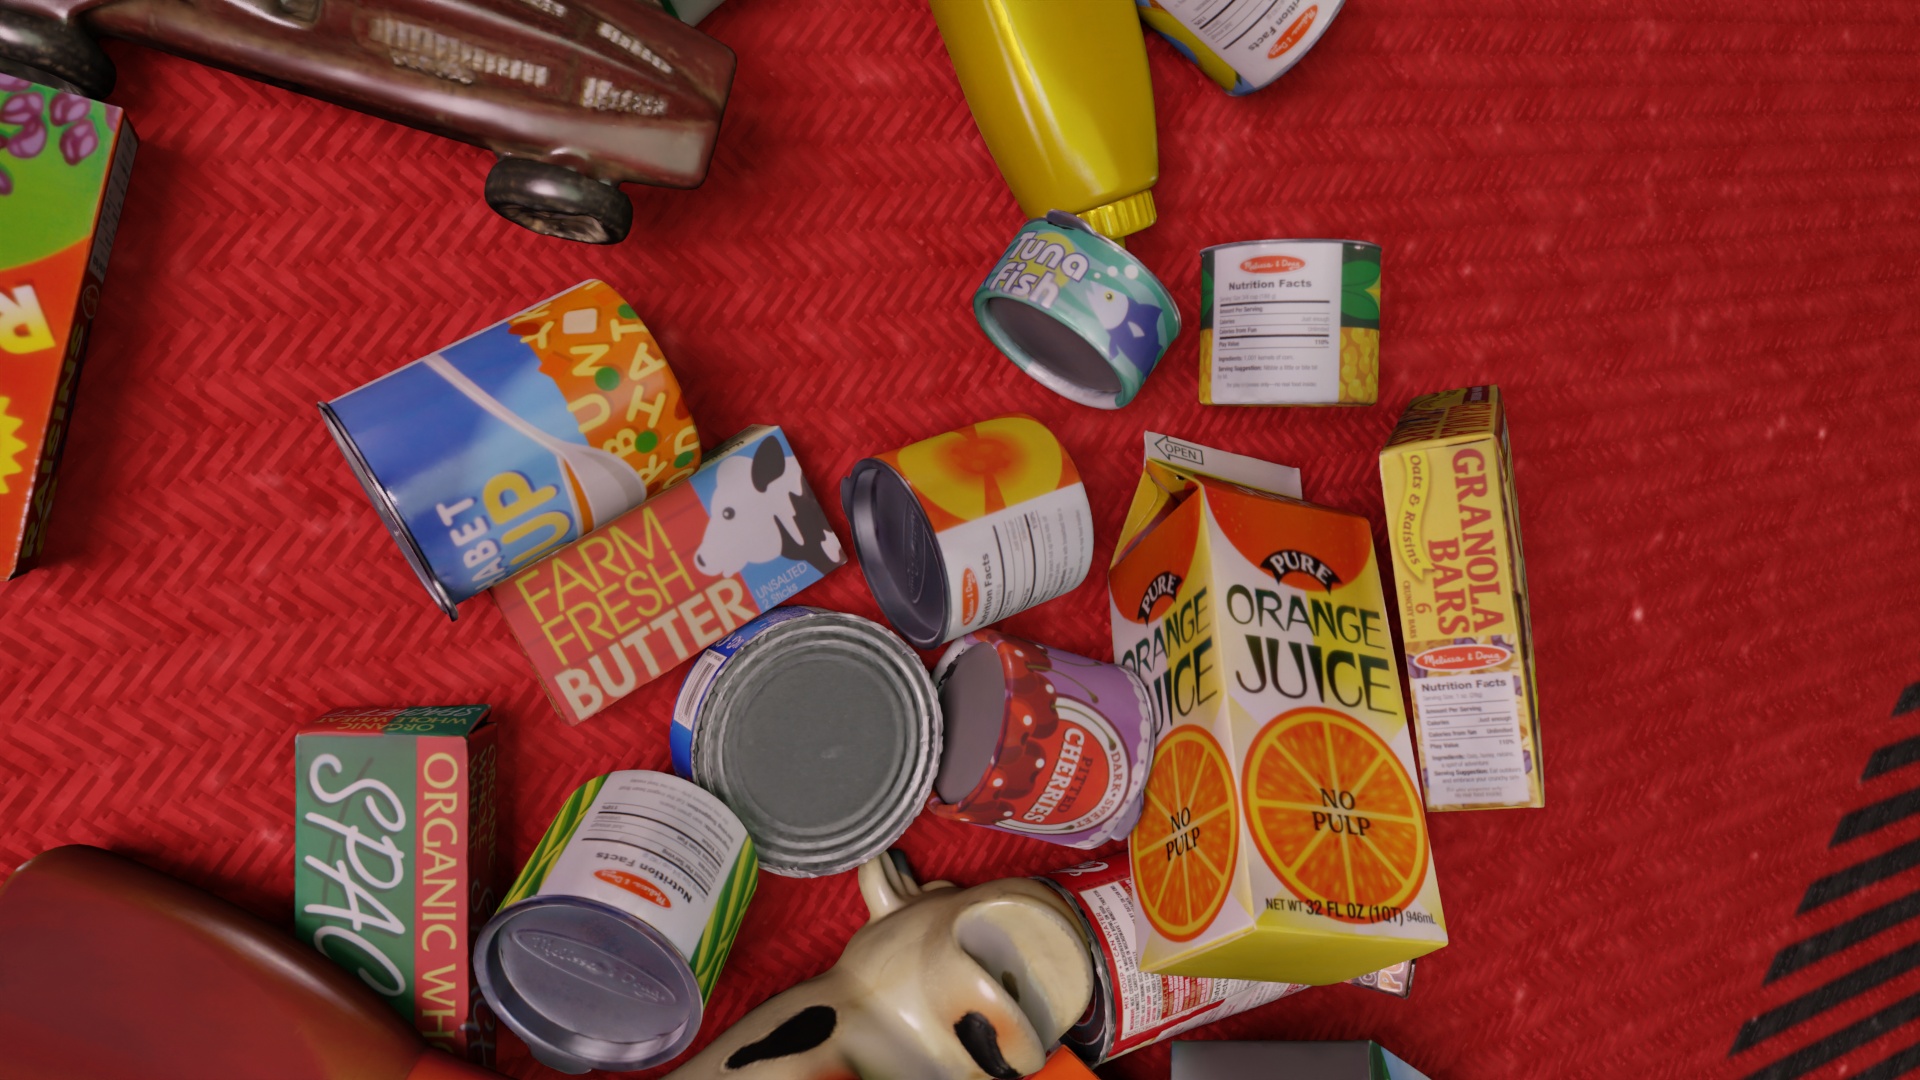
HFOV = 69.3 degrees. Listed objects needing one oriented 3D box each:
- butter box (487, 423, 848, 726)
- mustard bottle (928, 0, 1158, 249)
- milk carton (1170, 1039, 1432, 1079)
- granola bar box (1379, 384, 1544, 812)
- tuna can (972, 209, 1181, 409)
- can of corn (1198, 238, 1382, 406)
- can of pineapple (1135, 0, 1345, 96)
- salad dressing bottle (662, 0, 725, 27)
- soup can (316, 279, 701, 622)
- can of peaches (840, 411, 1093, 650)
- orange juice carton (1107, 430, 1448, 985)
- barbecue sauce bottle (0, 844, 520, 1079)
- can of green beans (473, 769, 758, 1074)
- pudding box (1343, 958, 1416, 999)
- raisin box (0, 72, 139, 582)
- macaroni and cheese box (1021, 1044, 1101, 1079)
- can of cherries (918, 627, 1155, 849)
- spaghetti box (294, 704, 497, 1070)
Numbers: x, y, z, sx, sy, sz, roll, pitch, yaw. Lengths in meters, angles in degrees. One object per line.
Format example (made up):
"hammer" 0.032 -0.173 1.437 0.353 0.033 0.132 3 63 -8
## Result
"butter box" -0.092 0.009 0.440 0.104 0.024 0.053 -32 106 -22
"mustard bottle" 0.035 -0.152 0.480 0.065 0.049 0.160 -24 104 -24
"milk carton" 0.146 0.239 0.512 0.190 0.072 0.074 41 45 -47
"granola bar box" 0.189 0.013 0.517 0.166 0.039 0.124 -29 110 -66
"tuna can" 0.038 -0.078 0.475 0.071 0.071 0.033 40 77 -23
"can of corn" 0.124 -0.079 0.520 0.071 0.071 0.058 -2 95 -26
"can of pineapple" 0.098 -0.205 0.501 0.058 0.071 0.071 31 79 -25
"salad dressing bottle" -0.074 -0.192 0.426 0.064 0.044 0.148 44 77 -22
"soup can" -0.125 -0.026 0.397 0.084 0.071 0.071 -31 106 -22
"can of peaches" 0.002 -0.006 0.464 0.058 0.071 0.071 -20 102 -25
"orange juice carton" 0.102 0.049 0.484 0.072 0.072 0.193 10 59 -19
"barbecue sauce bottle" -0.182 0.136 0.363 0.148 0.043 0.065 24 90 -3
"can of green beans" -0.099 0.110 0.409 0.071 0.058 0.071 4 118 8
"pudding box" 0.166 0.143 0.546 0.084 0.030 0.049 9 90 -72
"raisin box" -0.266 -0.058 0.342 0.086 0.040 0.123 13 86 -27
"macaroni and cheese box" 0.025 0.268 0.477 0.124 0.040 0.165 -39 129 -19
"can of cherries" 0.025 0.069 0.475 0.058 0.071 0.071 19 85 -26
"spaghetti box" -0.164 0.173 0.403 0.050 0.029 0.249 1 93 -3
